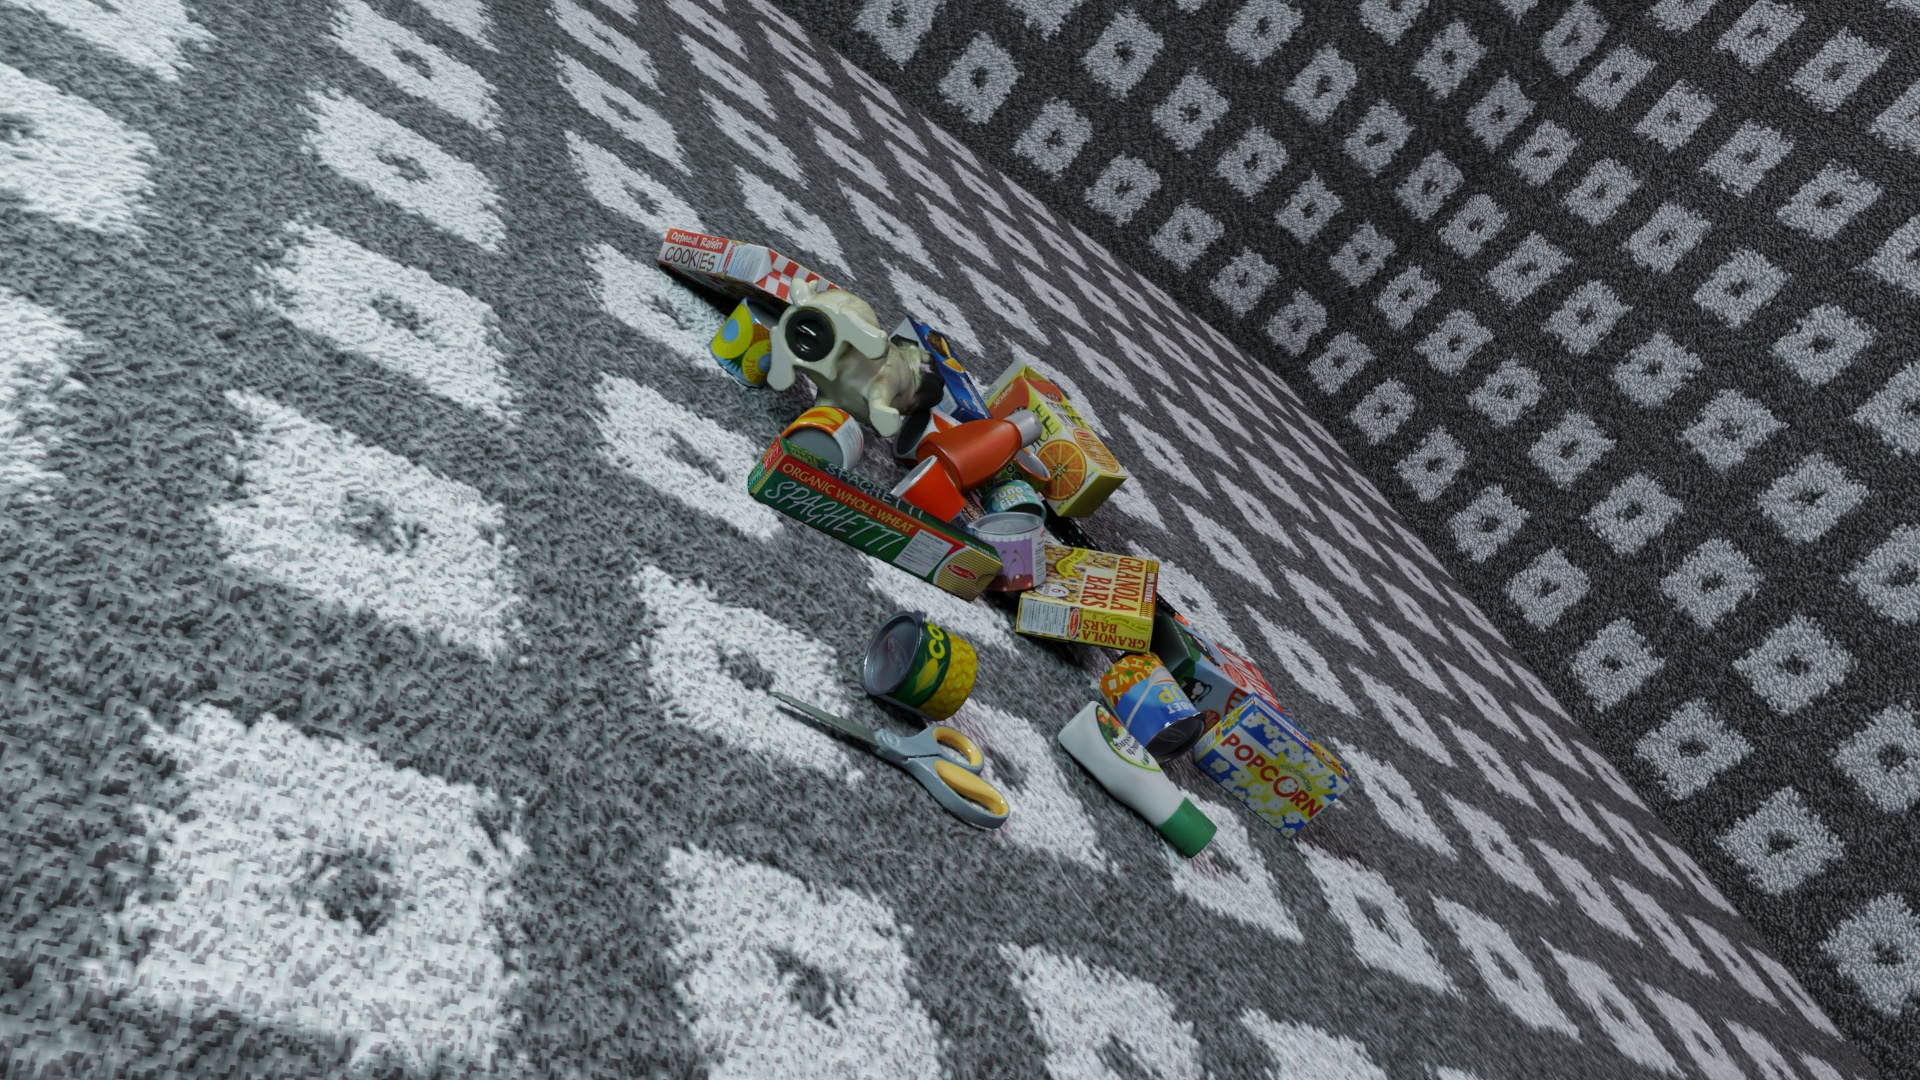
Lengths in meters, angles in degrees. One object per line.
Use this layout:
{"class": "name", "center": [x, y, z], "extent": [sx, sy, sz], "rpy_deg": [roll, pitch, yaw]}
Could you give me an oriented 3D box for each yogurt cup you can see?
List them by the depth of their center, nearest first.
{"class": "yogurt cup", "center": [-0.032, -0.037, 1.289], "extent": [0.054, 0.072, 0.073], "rpy_deg": [47, 19, -9]}

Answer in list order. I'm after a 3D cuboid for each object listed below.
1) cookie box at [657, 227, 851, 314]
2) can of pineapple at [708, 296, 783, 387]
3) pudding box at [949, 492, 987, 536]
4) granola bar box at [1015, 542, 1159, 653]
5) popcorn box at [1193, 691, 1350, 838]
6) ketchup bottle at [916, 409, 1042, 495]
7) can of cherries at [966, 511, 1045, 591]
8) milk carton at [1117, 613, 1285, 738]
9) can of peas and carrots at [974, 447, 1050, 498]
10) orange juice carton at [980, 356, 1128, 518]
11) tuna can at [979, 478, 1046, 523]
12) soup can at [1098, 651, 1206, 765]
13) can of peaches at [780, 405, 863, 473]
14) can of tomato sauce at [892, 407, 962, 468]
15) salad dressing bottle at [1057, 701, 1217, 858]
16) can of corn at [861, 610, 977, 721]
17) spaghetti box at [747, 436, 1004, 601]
{"class": "cookie box", "center": [-0.199, -0.254, 1.353], "extent": [0.167, 0.040, 0.123], "rpy_deg": [21, 0, 43]}
{"class": "can of pineapple", "center": [-0.192, -0.185, 1.303], "extent": [0.071, 0.057, 0.071], "rpy_deg": [36, 21, -16]}
{"class": "pudding box", "center": [0.005, -0.017, 1.359], "extent": [0.049, 0.030, 0.084], "rpy_deg": [20, 30, -46]}
{"class": "granola bar box", "center": [0.126, 0.054, 1.342], "extent": [0.124, 0.039, 0.166], "rpy_deg": [9, 19, 7]}
{"class": "popcorn box", "center": [0.300, 0.217, 1.340], "extent": [0.126, 0.085, 0.038], "rpy_deg": [39, 21, -9]}
{"class": "ketchup bottle", "center": [0.025, -0.093, 1.380], "extent": [0.149, 0.043, 0.065], "rpy_deg": [-29, 79, -44]}
{"class": "can of cherries", "center": [0.043, 0.010, 1.299], "extent": [0.071, 0.058, 0.072], "rpy_deg": [-4, 18, 1]}
{"class": "milk carton", "center": [0.257, 0.156, 1.404], "extent": [0.190, 0.073, 0.072], "rpy_deg": [30, 23, -31]}
{"class": "can of peas and carrots", "center": [0.054, -0.068, 1.513], "extent": [0.071, 0.058, 0.071], "rpy_deg": [36, 20, -15]}
{"class": "orange juice carton", "center": [0.097, -0.119, 1.578], "extent": [0.073, 0.071, 0.193], "rpy_deg": [3, 45, -56]}
{"class": "tuna can", "center": [0.052, -0.028, 1.410], "extent": [0.071, 0.071, 0.033], "rpy_deg": [22, 28, -44]}
{"class": "soup can", "center": [0.176, 0.151, 1.270], "extent": [0.071, 0.071, 0.084], "rpy_deg": [20, 29, -47]}
{"class": "can of peaches", "center": [-0.124, -0.077, 1.201], "extent": [0.071, 0.071, 0.058], "rpy_deg": [40, 20, -6]}
{"class": "can of tomato sauce", "center": [-0.019, -0.092, 1.422], "extent": [0.083, 0.071, 0.071], "rpy_deg": [30, 23, -29]}
{"class": "salad dressing bottle", "center": [0.148, 0.200, 1.158], "extent": [0.148, 0.044, 0.064], "rpy_deg": [44, 19, 5]}
{"class": "can of corn", "center": [-0.028, 0.091, 1.019], "extent": [0.058, 0.071, 0.071], "rpy_deg": [30, 23, -32]}
{"class": "spaghetti box", "center": [-0.069, -0.015, 1.192], "extent": [0.250, 0.050, 0.029], "rpy_deg": [27, 22, -34]}
